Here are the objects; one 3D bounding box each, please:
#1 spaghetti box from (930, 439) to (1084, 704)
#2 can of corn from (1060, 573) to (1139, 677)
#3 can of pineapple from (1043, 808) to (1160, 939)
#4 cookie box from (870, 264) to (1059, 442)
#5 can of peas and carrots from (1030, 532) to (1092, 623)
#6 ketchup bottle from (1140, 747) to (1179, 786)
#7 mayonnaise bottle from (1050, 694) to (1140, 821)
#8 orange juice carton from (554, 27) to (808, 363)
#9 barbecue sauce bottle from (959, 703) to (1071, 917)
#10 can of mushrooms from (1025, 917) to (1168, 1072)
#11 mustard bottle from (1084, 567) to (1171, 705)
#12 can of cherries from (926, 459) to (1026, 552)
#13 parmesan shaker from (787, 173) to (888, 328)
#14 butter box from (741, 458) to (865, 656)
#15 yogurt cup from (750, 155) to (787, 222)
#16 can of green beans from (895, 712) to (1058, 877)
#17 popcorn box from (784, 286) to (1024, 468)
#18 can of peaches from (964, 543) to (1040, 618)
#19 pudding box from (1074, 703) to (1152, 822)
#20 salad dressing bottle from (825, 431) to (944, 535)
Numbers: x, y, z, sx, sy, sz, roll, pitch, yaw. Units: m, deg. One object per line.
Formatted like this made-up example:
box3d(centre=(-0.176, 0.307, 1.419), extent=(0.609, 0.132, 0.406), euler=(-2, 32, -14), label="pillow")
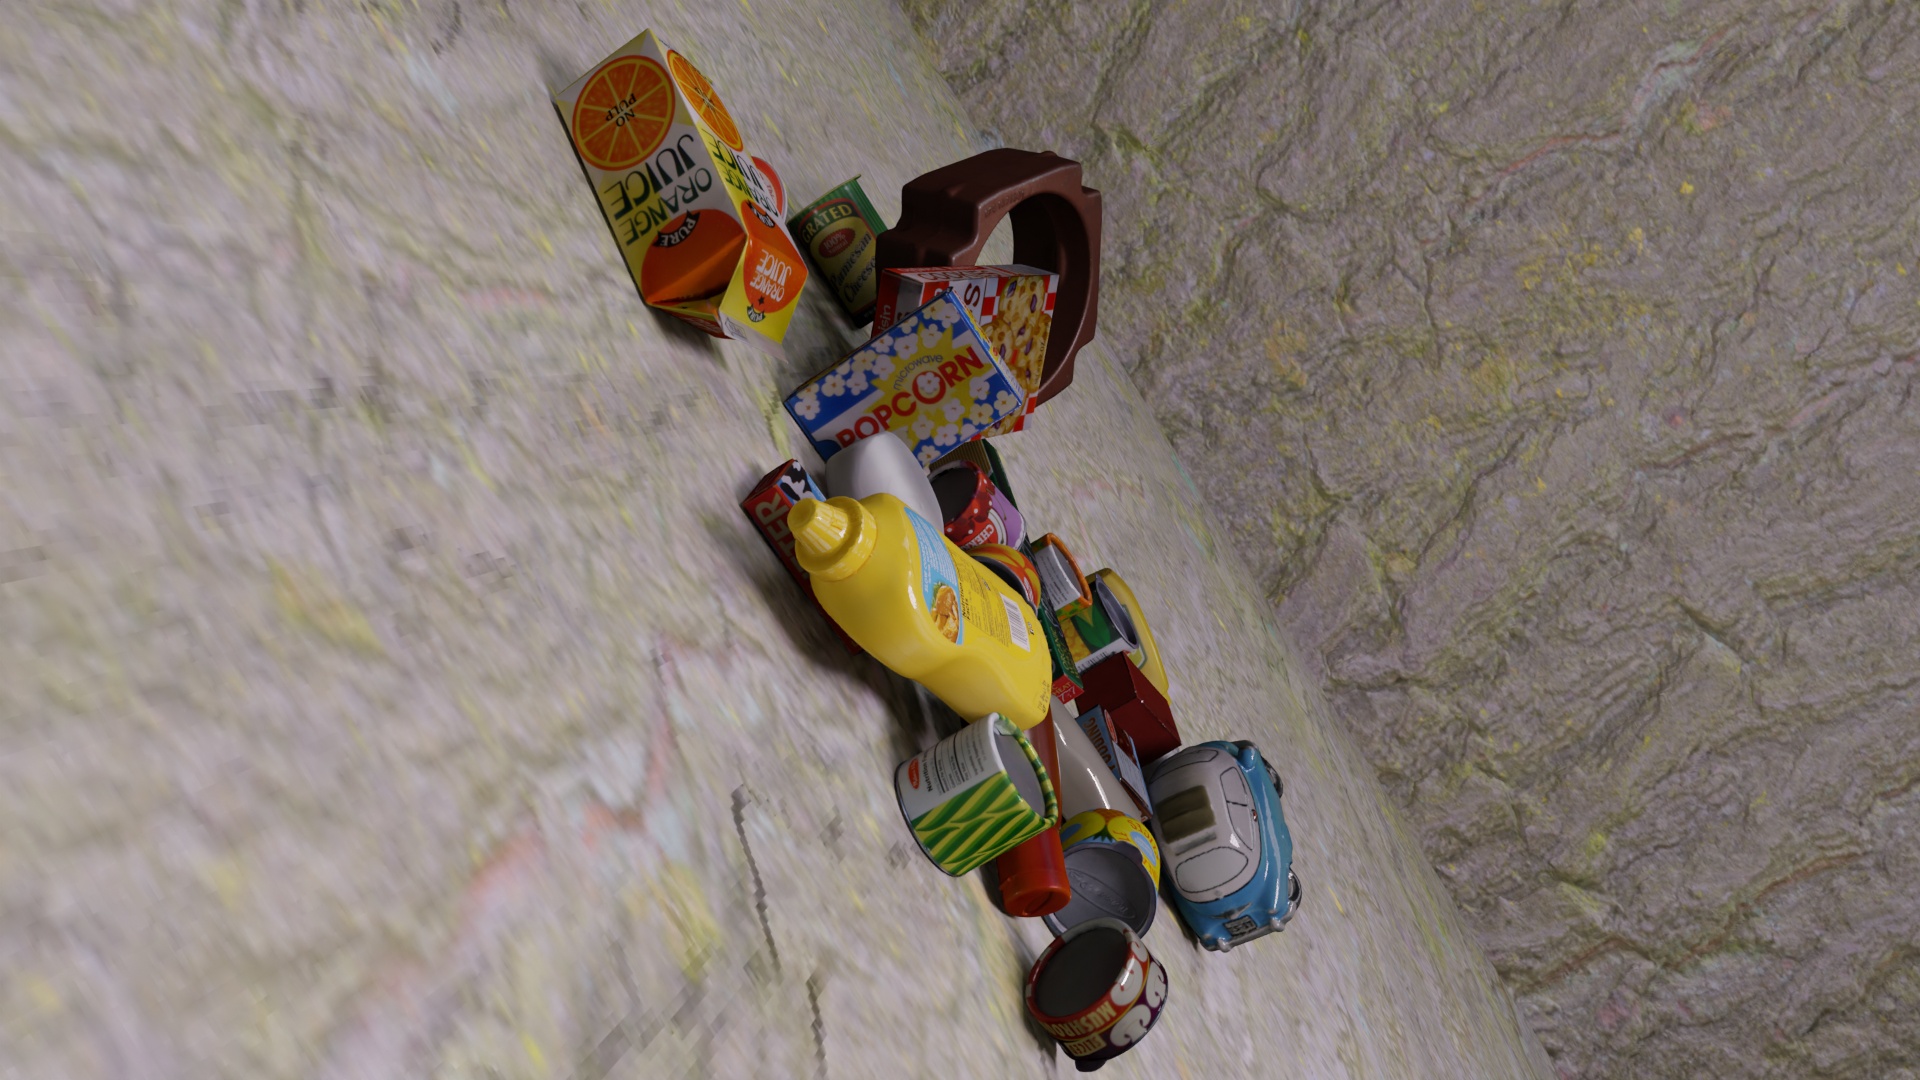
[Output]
box3d(centre=(0.030, 0.021, 1.016), extent=(0.028, 0.050, 0.251), euler=(42, 22, -43), label="spaghetti box")
box3d(centre=(0.103, 0.071, 1.134), extent=(0.071, 0.058, 0.071), euler=(52, 16, -21), label="can of corn")
box3d(centre=(0.083, 0.194, 0.800), extent=(0.071, 0.071, 0.058), euler=(58, 14, -3), label="can of pineapple")
box3d(centre=(0.000, -0.133, 0.999), extent=(0.040, 0.122, 0.168), euler=(22, 23, 32), label="cookie box")
box3d(centre=(0.061, 0.035, 1.071), extent=(0.071, 0.058, 0.071), euler=(53, 16, -22), label="can of peas and carrots")
box3d(centre=(0.194, 0.235, 1.130), extent=(0.149, 0.043, 0.065), euler=(61, 14, 11), label="ketchup bottle")
box3d(centre=(0.063, 0.138, 0.908), extent=(0.148, 0.041, 0.065), euler=(54, 14, -11), label="mayonnaise bottle")
box3d(centre=(-0.152, -0.187, 0.795), extent=(0.193, 0.073, 0.072), euler=(63, 15, 17), label="orange juice carton")
box3d(centre=(0.031, 0.134, 0.777), extent=(0.044, 0.064, 0.149), euler=(12, 46, -24), label="barbecue sauce bottle")
box3d(centre=(0.067, 0.226, 0.695), extent=(0.033, 0.071, 0.071), euler=(53, 15, -20), label="can of mushrooms")
box3d(centre=(0.143, 0.104, 1.194), extent=(0.160, 0.065, 0.049), euler=(61, 10, -4), label="mustard bottle")
box3d(centre=(0.003, -0.012, 0.961), extent=(0.058, 0.071, 0.072), euler=(48, 18, -36), label="can of cherries")
box3d(centre=(-0.081, -0.232, 1.118), extent=(0.103, 0.071, 0.071), euler=(56, 15, -10), label="parmesan shaker")
box3d(centre=(-0.074, 0.008, 0.753), extent=(0.103, 0.024, 0.053), euler=(55, 16, -12), label="butter box")
box3d(centre=(-0.152, -0.214, 0.874), extent=(0.072, 0.072, 0.054), euler=(62, 23, 14), label="yogurt cup")
box3d(centre=(0.009, 0.130, 0.713), extent=(0.071, 0.057, 0.071), euler=(53, 16, -21), label="can of green beans")
box3d(centre=(-0.034, -0.091, 0.882), extent=(0.085, 0.126, 0.038), euler=(55, 12, -14), label="popcorn box")
box3d(centre=(0.019, 0.038, 0.905), extent=(0.071, 0.071, 0.058), euler=(58, 14, -1), label="can of peaches")
box3d(centre=(0.111, 0.167, 1.024), extent=(0.049, 0.030, 0.084), euler=(48, 18, -31), label="pudding box")
box3d(centre=(-0.031, 0.008, 0.846), extent=(0.064, 0.044, 0.147), euler=(-24, 87, -43), label="salad dressing bottle")
